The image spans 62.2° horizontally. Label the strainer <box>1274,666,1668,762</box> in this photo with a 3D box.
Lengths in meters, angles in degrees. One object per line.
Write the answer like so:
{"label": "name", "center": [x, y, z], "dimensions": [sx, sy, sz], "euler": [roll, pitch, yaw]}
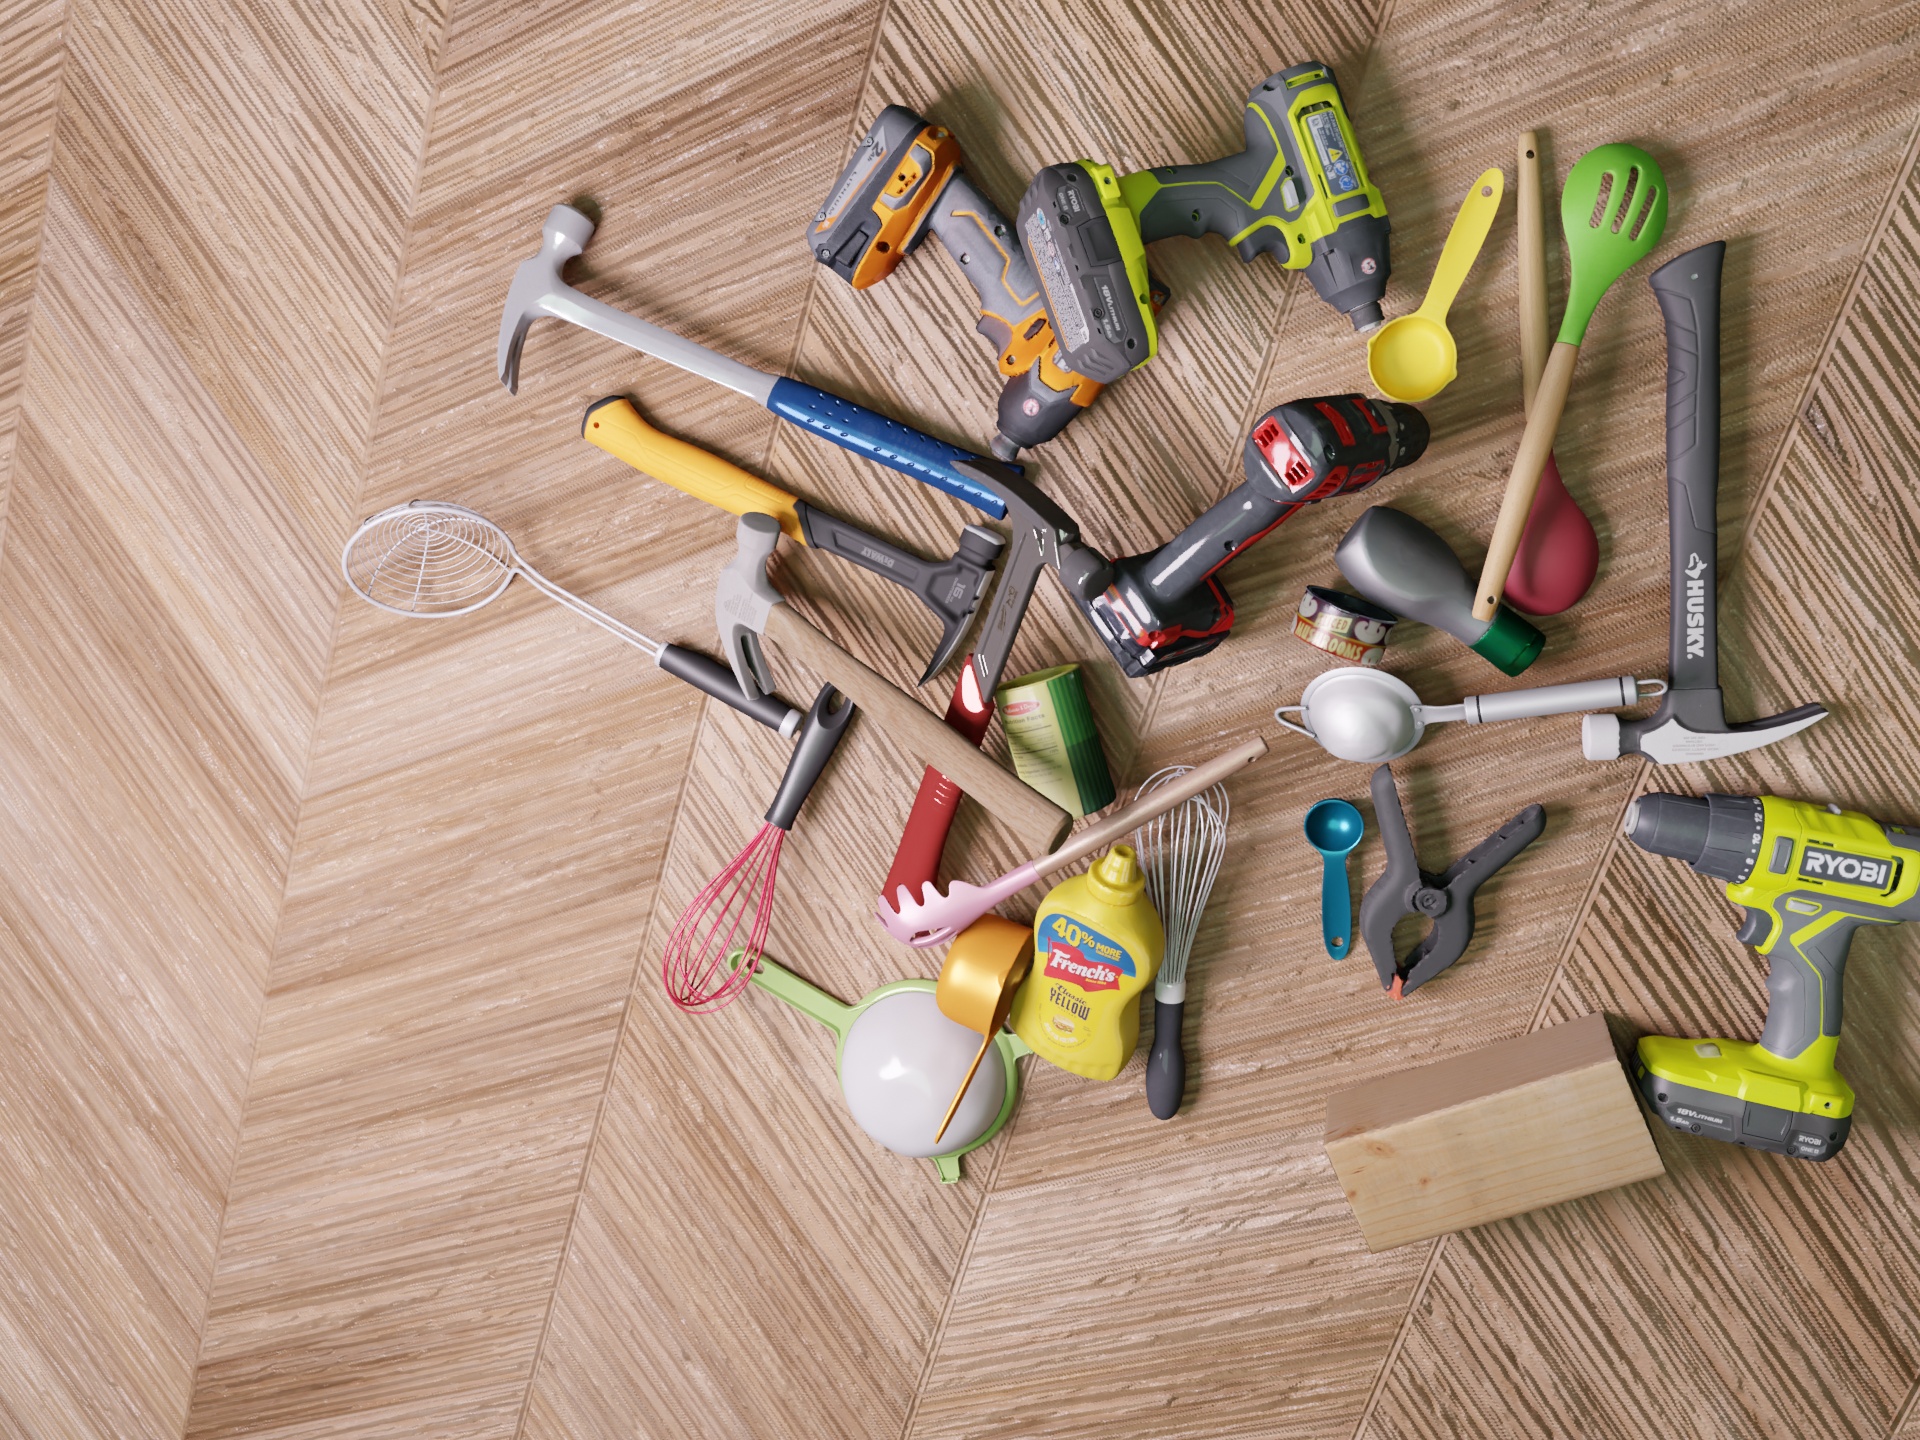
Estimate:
{"label": "strainer", "center": [0.339, -0.006, 1.076], "dimensions": [0.258, 0.050, 0.086], "euler": [-8, 126, 23]}

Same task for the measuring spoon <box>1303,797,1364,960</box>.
{"label": "measuring spoon", "center": [0.272, 0.113, 1.154], "dimensions": [0.042, 0.021, 0.128], "euler": [-1, 110, 14]}

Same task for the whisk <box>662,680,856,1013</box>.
{"label": "whisk", "center": [-0.150, 0.096, 1.228], "dimensions": [0.073, 0.073, 0.296], "euler": [28, 96, 8]}

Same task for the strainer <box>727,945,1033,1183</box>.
{"label": "strainer", "center": [-0.080, 0.257, 1.246], "dimensions": [0.256, 0.069, 0.151], "euler": [30, 107, 6]}

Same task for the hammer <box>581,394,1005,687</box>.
{"label": "hammer", "center": [-0.139, -0.150, 1.196], "dimensions": [0.337, 0.034, 0.127], "euler": [27, 106, 8]}

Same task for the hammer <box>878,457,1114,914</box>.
{"label": "hammer", "center": [-0.002, -0.004, 1.144], "dimensions": [0.149, 0.036, 0.358], "euler": [45, 130, 34]}

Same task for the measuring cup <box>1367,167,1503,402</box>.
{"label": "measuring cup", "center": [0.319, -0.286, 1.050], "dimensions": [0.062, 0.029, 0.156], "euler": [24, 104, 9]}

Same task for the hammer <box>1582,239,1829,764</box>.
{"label": "hammer", "center": [0.482, -0.138, 1.033], "dimensions": [0.146, 0.035, 0.334], "euler": [-2, 101, 16]}

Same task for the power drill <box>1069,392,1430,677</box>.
{"label": "power drill", "center": [0.200, -0.132, 1.051], "dimensions": [0.226, 0.188, 0.080], "euler": [-43, 74, 38]}

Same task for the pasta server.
{"label": "pasta server", "center": [0.076, 0.087, 1.132], "dimensions": [0.316, 0.060, 0.040], "euler": [-31, 51, 17]}

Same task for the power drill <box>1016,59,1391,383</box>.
{"label": "power drill", "center": [0.164, -0.307, 1.020], "dimensions": [0.223, 0.080, 0.171], "euler": [-21, 94, -11]}

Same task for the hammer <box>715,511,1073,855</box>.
{"label": "hammer", "center": [-0.055, -0.011, 1.128], "dimensions": [0.331, 0.031, 0.130], "euler": [37, 127, 23]}

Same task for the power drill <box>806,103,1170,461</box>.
{"label": "power drill", "center": [0.009, -0.297, 1.103], "dimensions": [0.226, 0.084, 0.164], "euler": [37, 108, 1]}

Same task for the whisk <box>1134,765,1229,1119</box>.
{"label": "whisk", "center": [0.156, 0.168, 1.176], "dimensions": [0.070, 0.070, 0.284], "euler": [5, 107, 14]}

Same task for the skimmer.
{"label": "skimmer", "center": [-0.297, -0.062, 1.228], "dimensions": [0.363, 0.090, 0.127], "euler": [29, 140, 5]}

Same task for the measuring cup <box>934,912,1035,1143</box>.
{"label": "measuring cup", "center": [-0.001, 0.226, 1.190], "dimensions": [0.052, 0.095, 0.174], "euler": [23, 81, 14]}

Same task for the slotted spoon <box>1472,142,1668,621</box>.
{"label": "slotted spoon", "center": [0.385, -0.215, 1.022], "dimensions": [0.070, 0.031, 0.313], "euler": [15, 98, -4]}

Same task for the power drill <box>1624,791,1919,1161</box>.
{"label": "power drill", "center": [0.527, 0.161, 1.062], "dimensions": [0.190, 0.080, 0.228], "euler": [11, 101, 11]}

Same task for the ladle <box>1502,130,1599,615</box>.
{"label": "ladle", "center": [0.381, -0.224, 1.047], "dimensions": [0.069, 0.031, 0.315], "euler": [-4, 99, 11]}

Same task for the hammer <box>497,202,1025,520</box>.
{"label": "hammer", "center": [-0.148, -0.239, 1.163], "dimensions": [0.405, 0.035, 0.144], "euler": [24, 83, 6]}
